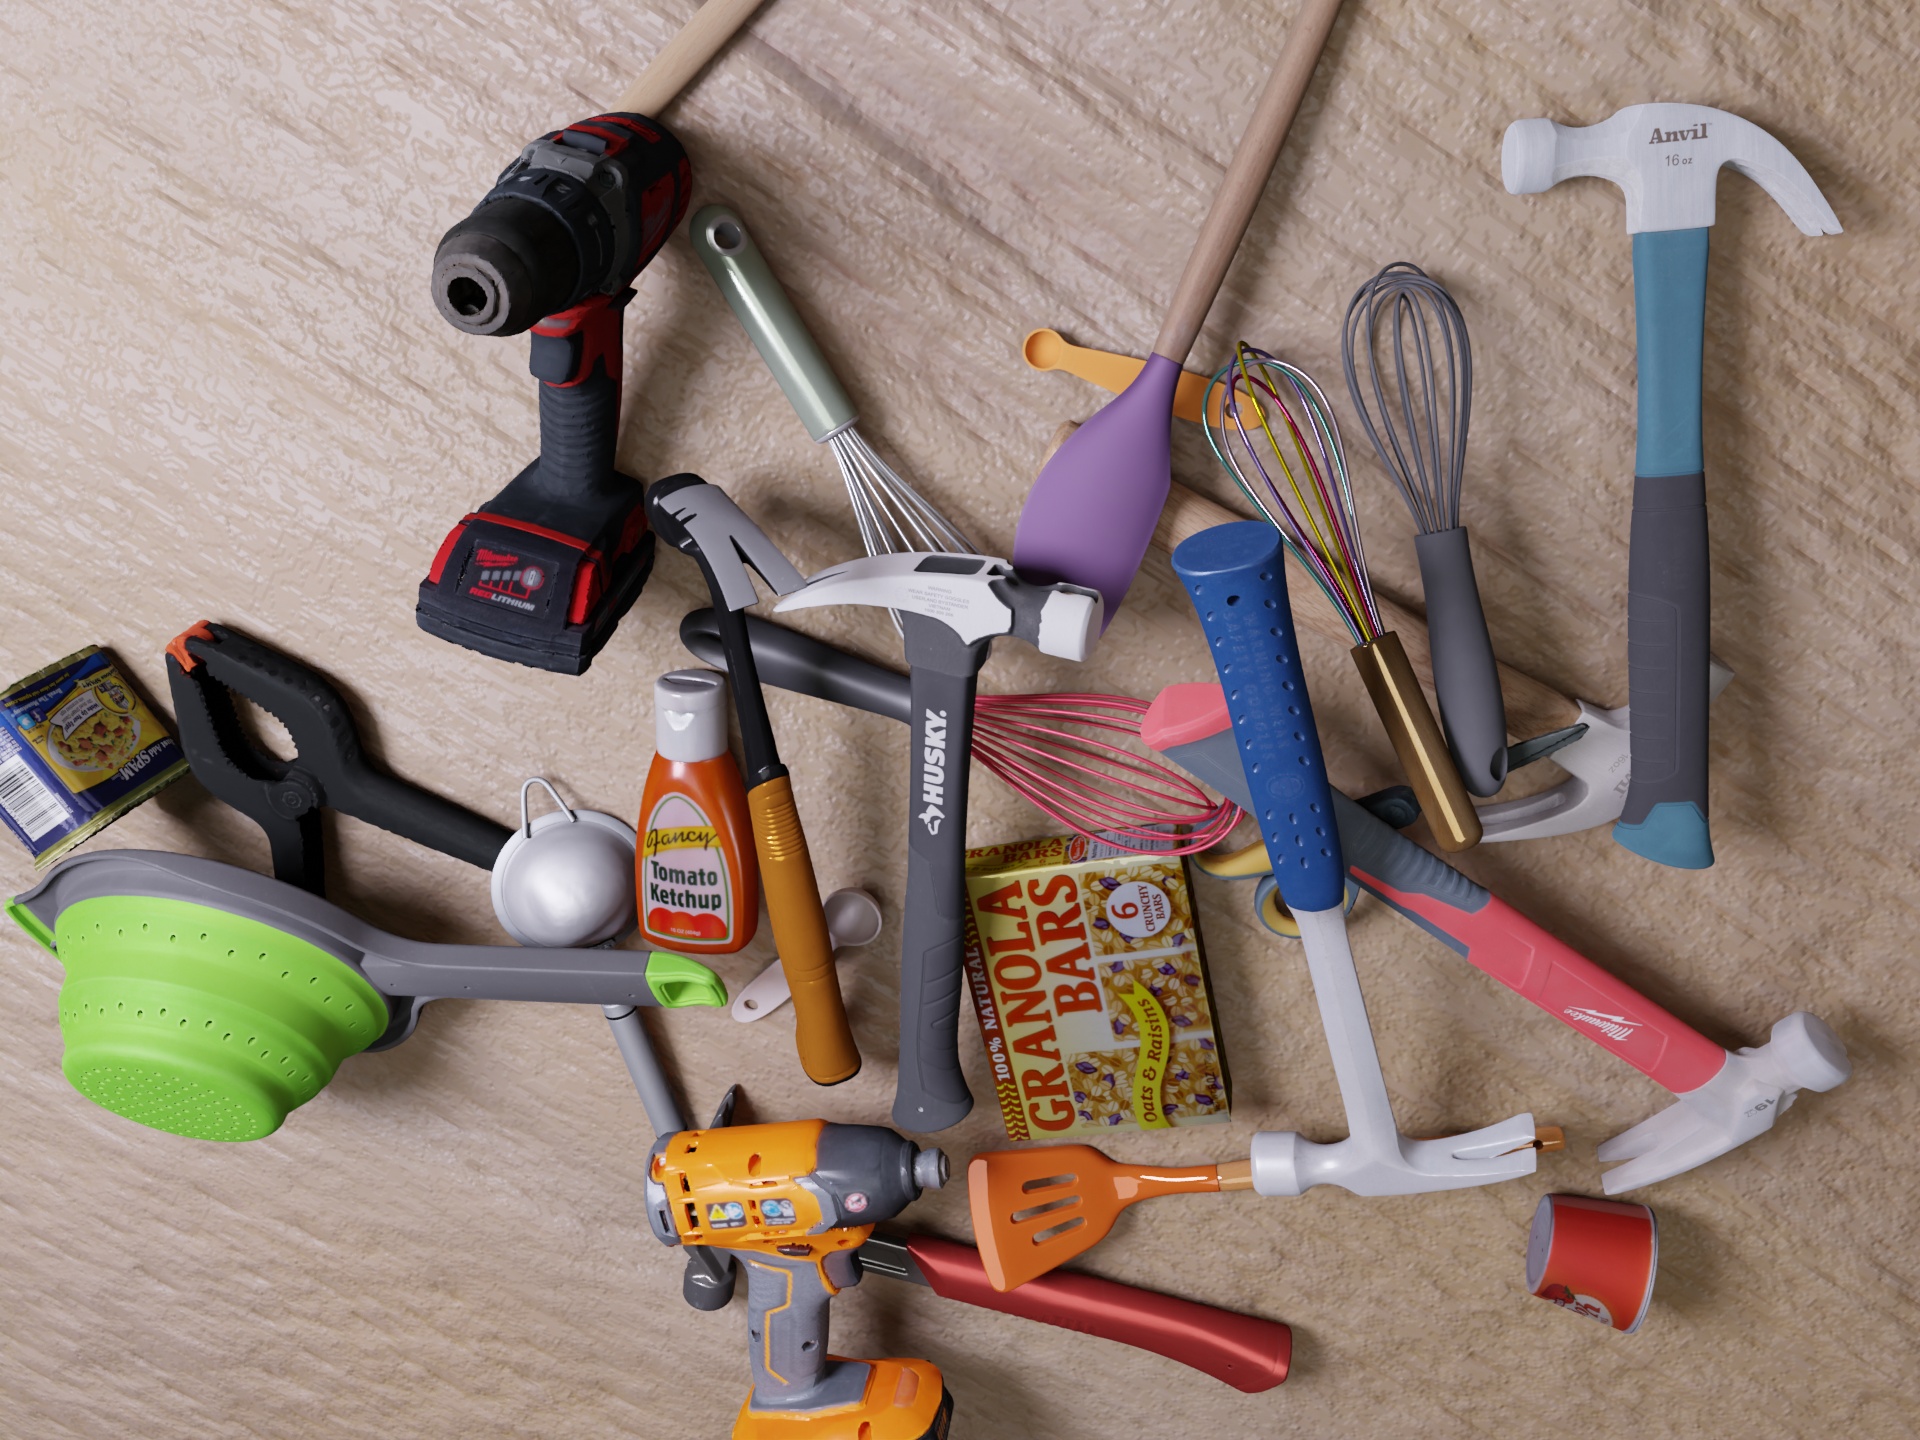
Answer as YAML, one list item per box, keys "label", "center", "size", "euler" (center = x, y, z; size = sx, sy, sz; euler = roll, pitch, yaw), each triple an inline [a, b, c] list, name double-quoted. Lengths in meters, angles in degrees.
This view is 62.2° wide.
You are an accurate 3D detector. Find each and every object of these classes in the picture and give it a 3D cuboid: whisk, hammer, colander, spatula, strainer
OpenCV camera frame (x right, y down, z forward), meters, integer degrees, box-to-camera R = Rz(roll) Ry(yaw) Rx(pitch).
- label: "whisk"
  center: [-0.053, -0.130, 0.746]
  size: [0.058, 0.059, 0.246]
  euler: [-36, 103, -18]
- label: "whisk"
  center: [0.210, -0.081, 0.700]
  size: [0.055, 0.055, 0.239]
  euler: [-11, 97, 12]
- label: "hammer"
  center: [-0.086, 0.053, 0.773]
  size: [0.034, 0.127, 0.336]
  euler: [-20, 124, -19]
- label: "hammer"
  center: [0.185, -0.047, 0.752]
  size: [0.331, 0.031, 0.130]
  euler: [27, 113, -4]
- label: "colander"
  center: [-0.319, 0.160, 0.823]
  size: [0.397, 0.095, 0.204]
  euler: [0, 143, 12]
- label: "hammer"
  center: [0.016, 0.319, 0.928]
  size: [0.359, 0.037, 0.149]
  euler: [13, 114, 3]
- label: "whisk"
  center: [-0.001, -0.003, 0.785]
  size: [0.296, 0.073, 0.073]
  euler: [18, 114, 7]
- label: "spatula"
  center: [0.167, 0.253, 0.876]
  size: [0.322, 0.041, 0.081]
  euler: [-10, 93, 10]
- label: "whisk"
  center: [0.171, -0.054, 0.701]
  size: [0.051, 0.047, 0.245]
  euler: [-24, 90, -4]
- label: "hammer"
  center: [-0.017, 0.073, 0.781]
  size: [0.146, 0.035, 0.334]
  euler: [13, 122, 16]
- label: "hammer"
  center: [0.237, 0.106, 0.768]
  size: [0.386, 0.038, 0.143]
  euler: [33, 127, -14]
- label: "spatula"
  center: [0.099, -0.183, 0.694]
  size: [0.060, 0.018, 0.316]
  euler: [24, 107, 2]
- label: "hammer"
  center: [0.168, 0.087, 0.720]
  size: [0.144, 0.035, 0.405]
  euler: [-7, 127, 20]
- label: "strainer"
  center: [-0.191, 0.151, 0.882]
  size: [0.087, 0.050, 0.258]
  euler: [-20, 116, -10]
- label: "hammer"
  center: [0.306, -0.094, 0.691]
  size: [0.128, 0.033, 0.331]
  euler: [-4, 104, 7]

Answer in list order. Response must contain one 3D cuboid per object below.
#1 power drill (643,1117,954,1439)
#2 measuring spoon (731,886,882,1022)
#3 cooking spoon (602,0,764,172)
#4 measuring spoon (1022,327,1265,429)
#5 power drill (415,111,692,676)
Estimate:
- label: "power drill"
  center: [-0.070, 0.324, 0.882]
  size: [0.164, 0.084, 0.226]
  euler: [-9, 107, 12]
- label: "measuring spoon"
  center: [-0.086, 0.129, 0.877]
  size: [0.034, 0.018, 0.124]
  euler: [42, 119, -10]
- label: "cooking spoon"
  center: [-0.088, -0.318, 0.682]
  size: [0.319, 0.017, 0.068]
  euler: [-39, 111, 20]
- label: "measuring spoon"
  center: [0.085, -0.157, 0.733]
  size: [0.117, 0.011, 0.021]
  euler: [17, 114, -3]
- label: "power drill"
  center: [-0.177, -0.132, 0.677]
  size: [0.080, 0.188, 0.226]
  euler: [16, 123, 0]
